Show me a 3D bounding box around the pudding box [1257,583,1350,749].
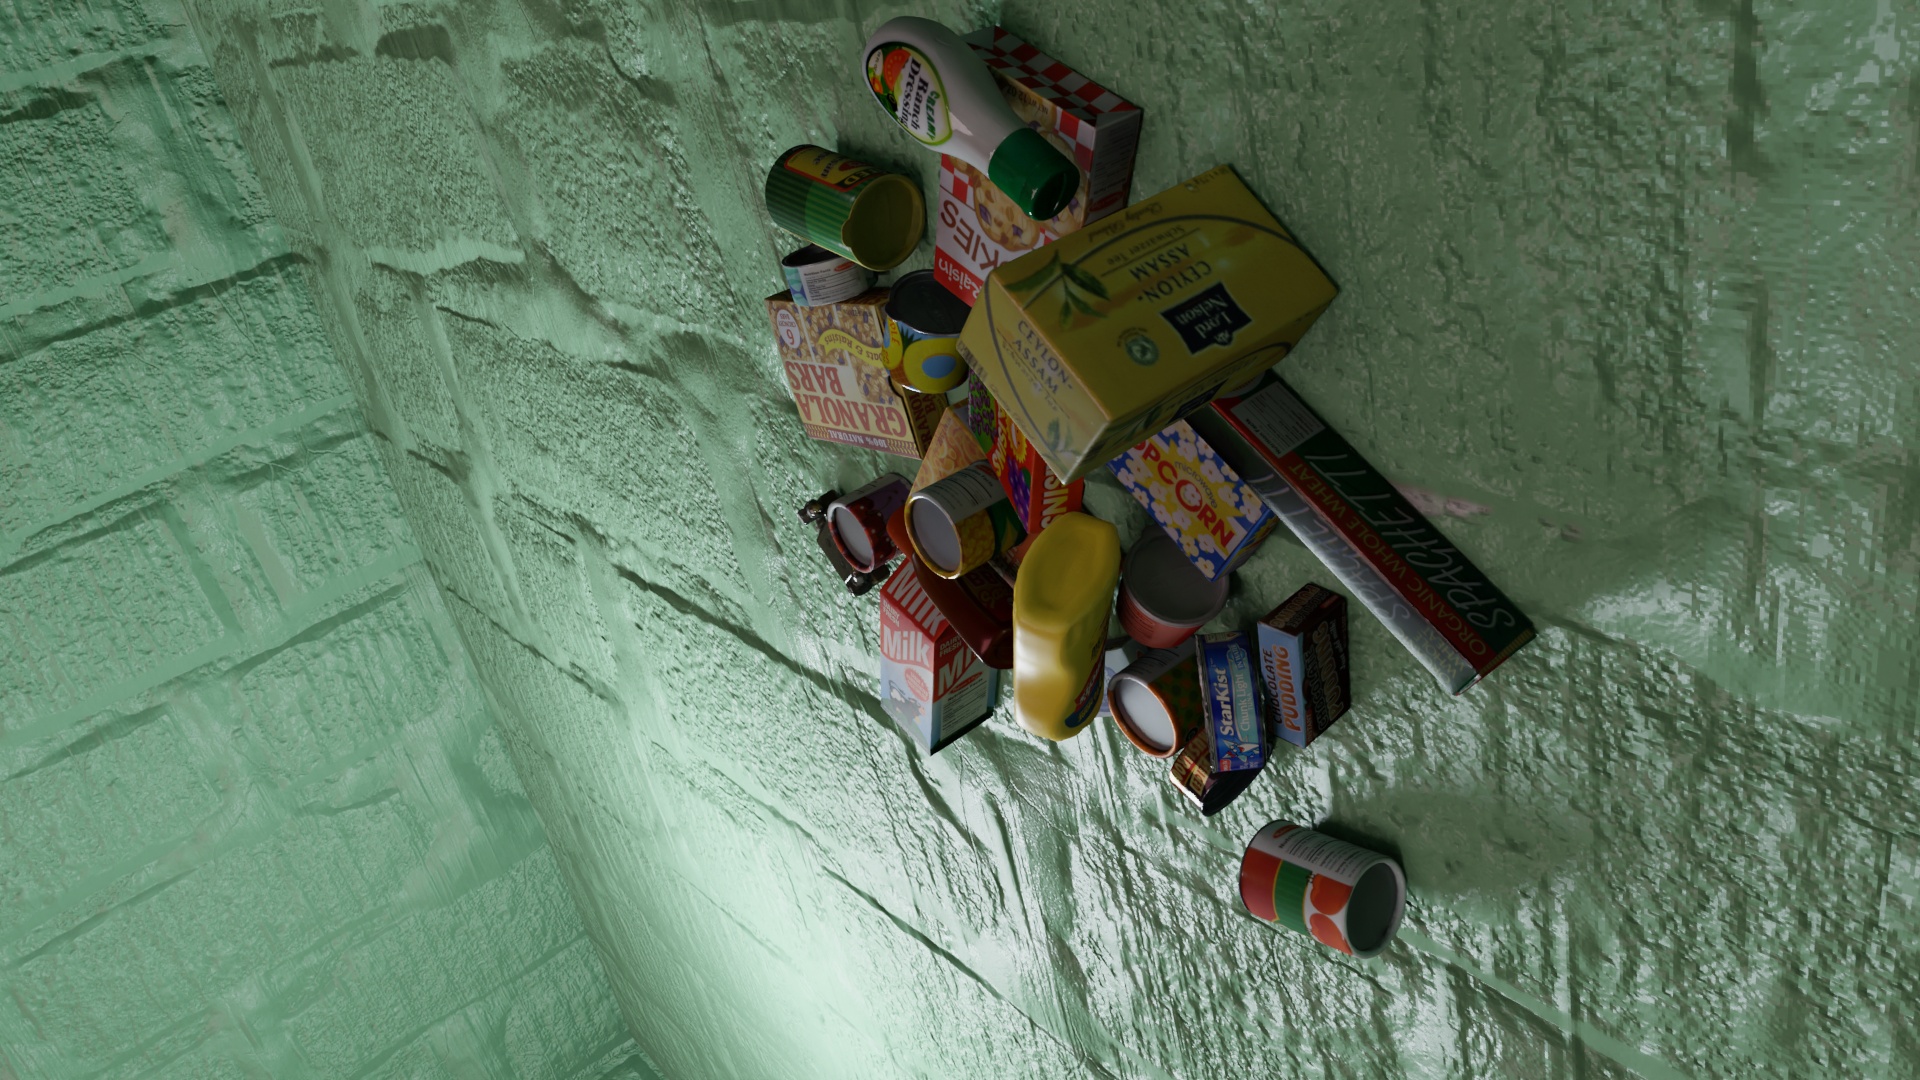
[{"bbox_3d":[0.203,0.074,0.820,0.030,0.050,0.083,22,133,45],"label":"pudding box"}]

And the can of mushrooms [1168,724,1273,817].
[{"bbox_3d":[0.170,0.147,0.912,0.033,0.071,0.070,44,146,28],"label":"can of mushrooms"}]

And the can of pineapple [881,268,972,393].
[{"bbox_3d":[-0.021,-0.143,0.954,0.071,0.071,0.057,46,147,24],"label":"can of pineapple"}]

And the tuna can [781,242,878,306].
[{"bbox_3d":[-0.096,-0.200,1.024,0.071,0.071,0.032,18,131,50],"label":"tuna can"}]

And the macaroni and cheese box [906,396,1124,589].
[{"bbox_3d":[0.038,-0.008,1.010,0.167,0.040,0.123,51,148,16],"label":"macaroni and cheese box"}]

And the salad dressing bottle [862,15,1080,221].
[{"bbox_3d":[0.006,-0.236,0.778,0.148,0.044,0.064,46,145,23],"label":"salad dressing bottle"}]

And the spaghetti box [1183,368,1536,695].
[{"bbox_3d":[0.196,-0.025,0.745,0.250,0.050,0.028,49,150,19],"label":"spaghetti box"}]

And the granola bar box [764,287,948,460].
[{"bbox_3d":[-0.081,-0.134,1.082,0.165,0.039,0.123,15,127,52],"label":"granola bar box"}]

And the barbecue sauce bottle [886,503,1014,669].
[{"bbox_3d":[0.000,0.029,0.998,0.149,0.065,0.043,48,117,35],"label":"barbecue sauce bottle"}]

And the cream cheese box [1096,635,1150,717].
[{"bbox_3d":[0.107,0.100,1.014,0.103,0.024,0.053,-20,97,60],"label":"cream cheese box"}]

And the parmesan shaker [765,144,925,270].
[{"bbox_3d":[-0.084,-0.234,0.968,0.103,0.071,0.071,31,139,40],"label":"parmesan shaker"}]

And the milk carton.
[{"bbox_3d":[-0.017,0.081,1.132,0.072,0.074,0.189,42,147,31],"label":"milk carton"}]

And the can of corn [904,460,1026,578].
[{"bbox_3d":[0.003,-0.012,0.958,0.071,0.058,0.070,35,140,37],"label":"can of corn"}]

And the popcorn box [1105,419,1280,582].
[{"bbox_3d":[0.136,-0.048,0.828,0.127,0.038,0.084,50,150,17],"label":"popcorn box"}]

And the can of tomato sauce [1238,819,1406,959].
[{"bbox_3d":[0.232,0.224,0.888,0.083,0.071,0.071,10,124,52],"label":"can of tomato sauce"}]

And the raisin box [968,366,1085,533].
[{"bbox_3d":[0.043,-0.076,0.903,0.124,0.040,0.085,-115,20,-45],"label":"raisin box"}]

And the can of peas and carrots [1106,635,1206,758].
[{"bbox_3d":[0.142,0.106,0.931,0.071,0.059,0.070,37,143,35],"label":"can of peas and carrots"}]

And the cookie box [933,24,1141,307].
[{"bbox_3d":[0.040,-0.203,0.837,0.123,0.040,0.166,41,145,30],"label":"cookie box"}]

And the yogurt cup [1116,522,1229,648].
[{"bbox_3d":[0.131,0.034,0.882,0.072,0.072,0.053,50,157,17],"label":"yogurt cup"}]

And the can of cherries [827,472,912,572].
[{"bbox_3d":[-0.067,-0.012,1.146,0.071,0.058,0.071,37,142,35],"label":"can of cherries"}]
